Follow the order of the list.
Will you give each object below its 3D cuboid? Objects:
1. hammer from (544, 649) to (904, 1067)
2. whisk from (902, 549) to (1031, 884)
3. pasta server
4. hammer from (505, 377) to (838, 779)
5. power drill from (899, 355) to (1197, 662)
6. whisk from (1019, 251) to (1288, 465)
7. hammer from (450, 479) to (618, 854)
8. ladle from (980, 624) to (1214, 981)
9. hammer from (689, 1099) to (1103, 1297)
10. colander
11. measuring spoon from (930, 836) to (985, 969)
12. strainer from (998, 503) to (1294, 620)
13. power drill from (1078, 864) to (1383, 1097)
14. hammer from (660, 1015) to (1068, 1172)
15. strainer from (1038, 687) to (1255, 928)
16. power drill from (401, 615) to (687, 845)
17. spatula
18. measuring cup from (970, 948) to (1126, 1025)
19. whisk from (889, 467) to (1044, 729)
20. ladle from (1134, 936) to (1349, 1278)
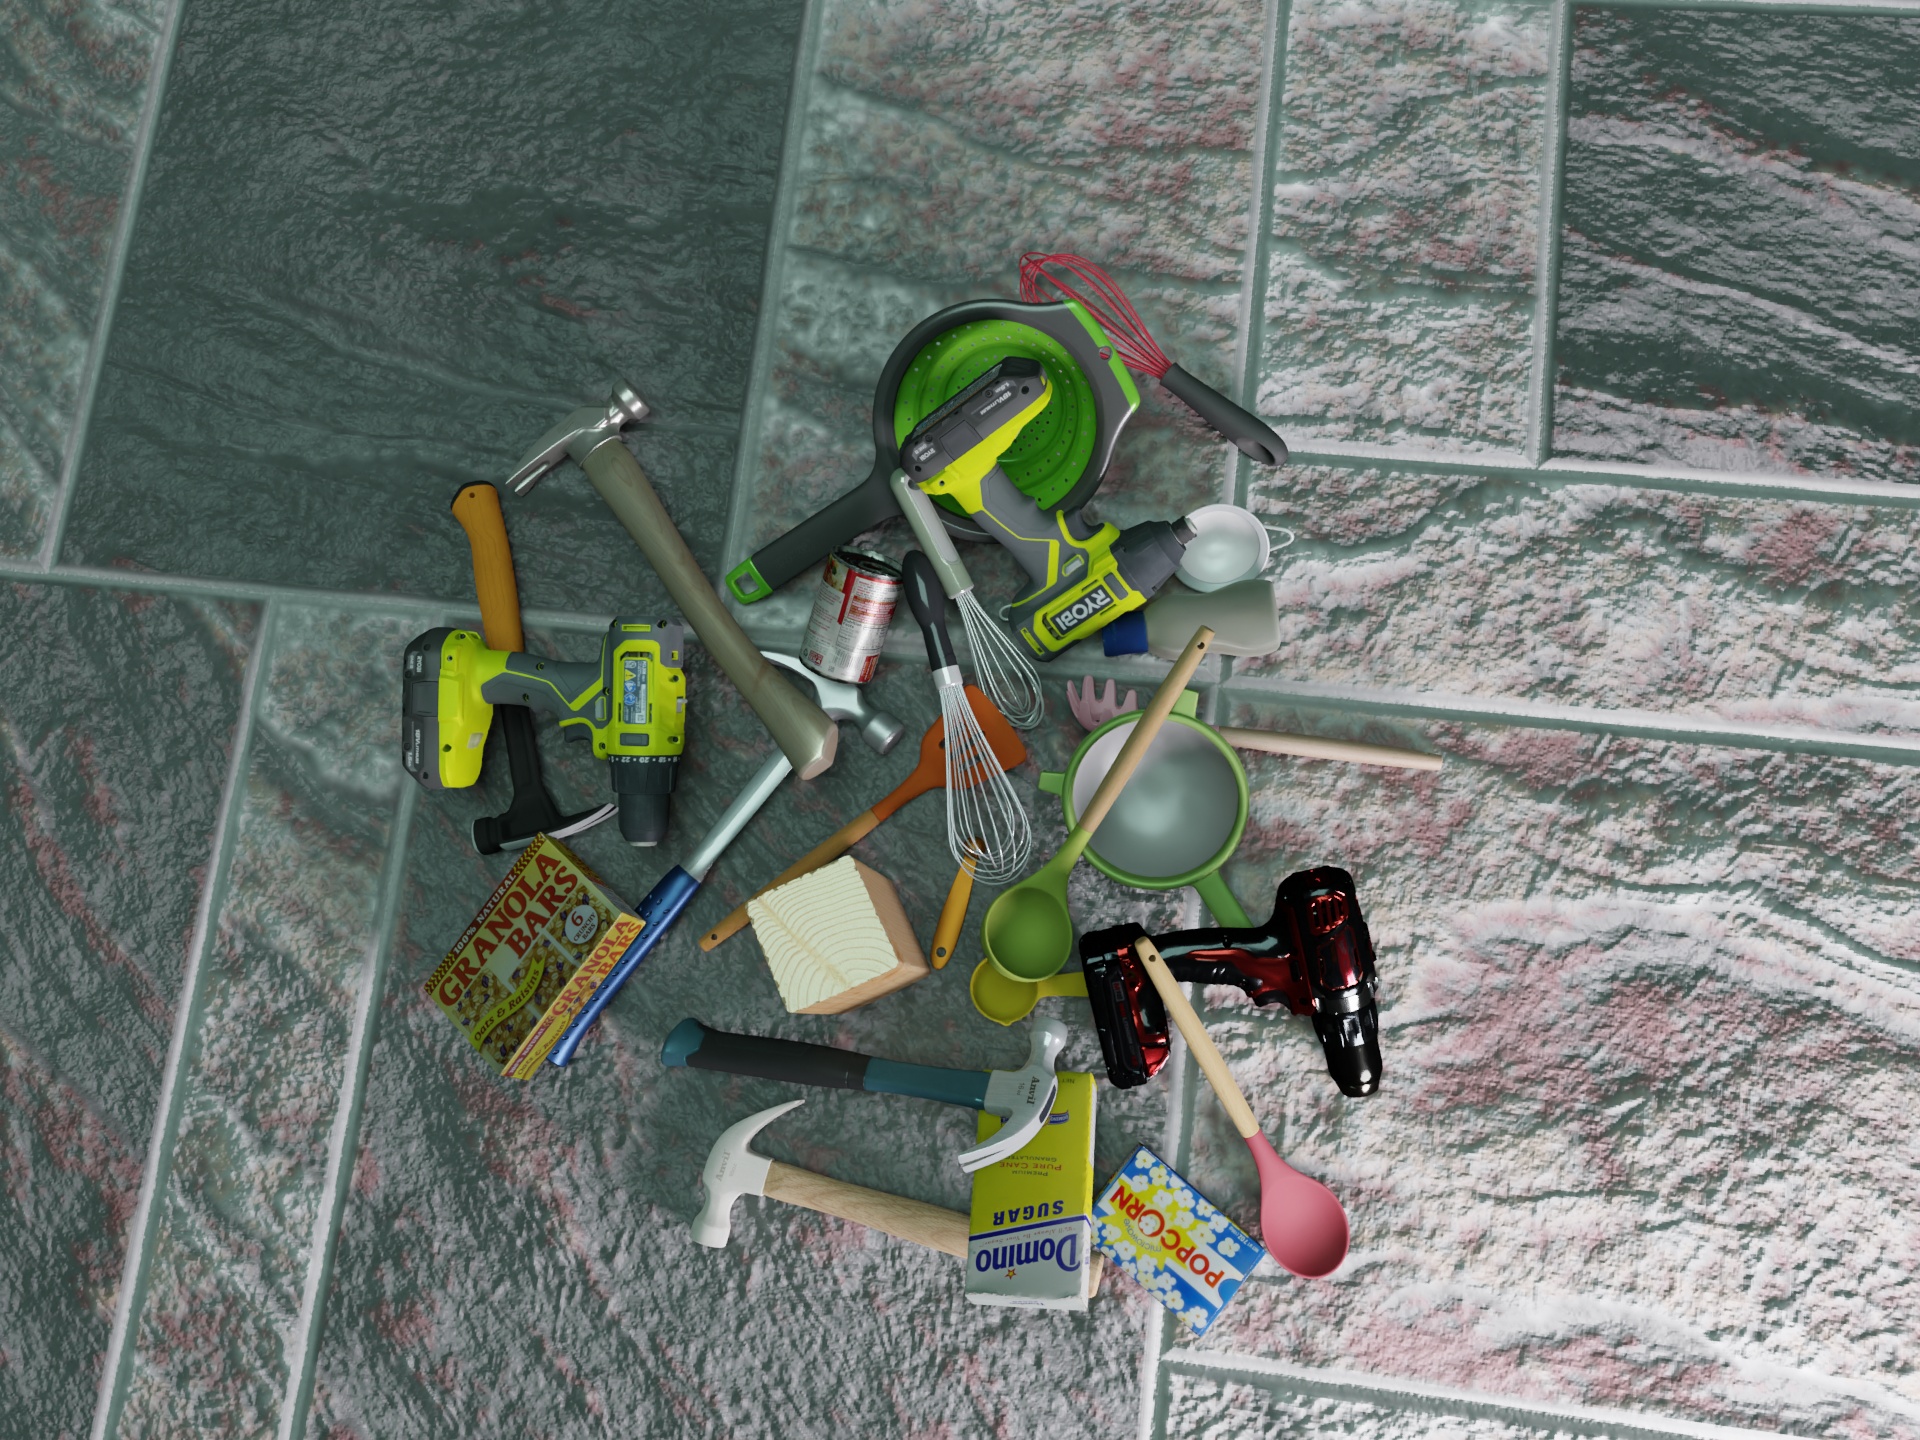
[{"bbox_3d":[-0.228,0.118,1.359,0.144,0.035,0.405,38,85,11],"label":"hammer"},{"bbox_3d":[-0.001,-0.004,1.305,0.070,0.070,0.285,-15,85,3],"label":"whisk"},{"bbox_3d":[0.244,0.008,1.331,0.316,0.060,0.040,7,116,5],"label":"pasta server"},{"bbox_3d":[-0.242,-0.110,1.379,0.146,0.038,0.411,-38,71,3],"label":"hammer"},{"bbox_3d":[0.071,-0.177,1.297,0.171,0.080,0.223,-33,108,19],"label":"power drill"},{"bbox_3d":[0.166,-0.316,1.394,0.296,0.073,0.073,39,85,6],"label":"whisk"},{"bbox_3d":[-0.395,-0.057,1.412,0.127,0.034,0.337,-15,78,4],"label":"hammer"},{"bbox_3d":[0.114,0.067,1.254,0.078,0.062,0.320,28,102,-12],"label":"ladle"},{"bbox_3d":[-0.047,0.400,1.288,0.331,0.031,0.130,14,81,8],"label":"hammer"},{"bbox_3d":[-0.035,-0.222,1.382,0.397,0.094,0.204,-30,105,17],"label":"colander"},{"bbox_3d":[-0.003,0.153,1.341,0.021,0.011,0.117,16,81,9],"label":"measuring spoon"},{"bbox_3d":[0.155,-0.131,1.367,0.258,0.050,0.086,-17,121,8],"label":"strainer"},{"bbox_3d":[0.220,0.227,1.261,0.226,0.080,0.188,-14,100,3],"label":"power drill"},{"bbox_3d":[-0.086,0.282,1.285,0.331,0.033,0.128,5,54,17],"label":"hammer"},{"bbox_3d":[0.190,0.102,1.312,0.151,0.069,0.256,-32,96,14],"label":"strainer"},{"bbox_3d":[-0.343,0.007,1.334,0.228,0.080,0.190,1,91,6],"label":"power drill"},{"bbox_3d":[-0.092,0.095,1.347,0.322,0.041,0.081,-37,89,-1],"label":"spatula"},{"bbox_3d":[0.084,0.219,1.318,0.156,0.029,0.062,-1,80,-6],"label":"measuring cup"},{"bbox_3d":[0.005,-0.102,1.340,0.058,0.059,0.246,-34,100,-42],"label":"whisk"},{"bbox_3d":[0.212,0.298,1.227,0.069,0.031,0.315,-32,103,-10],"label":"ladle"}]
